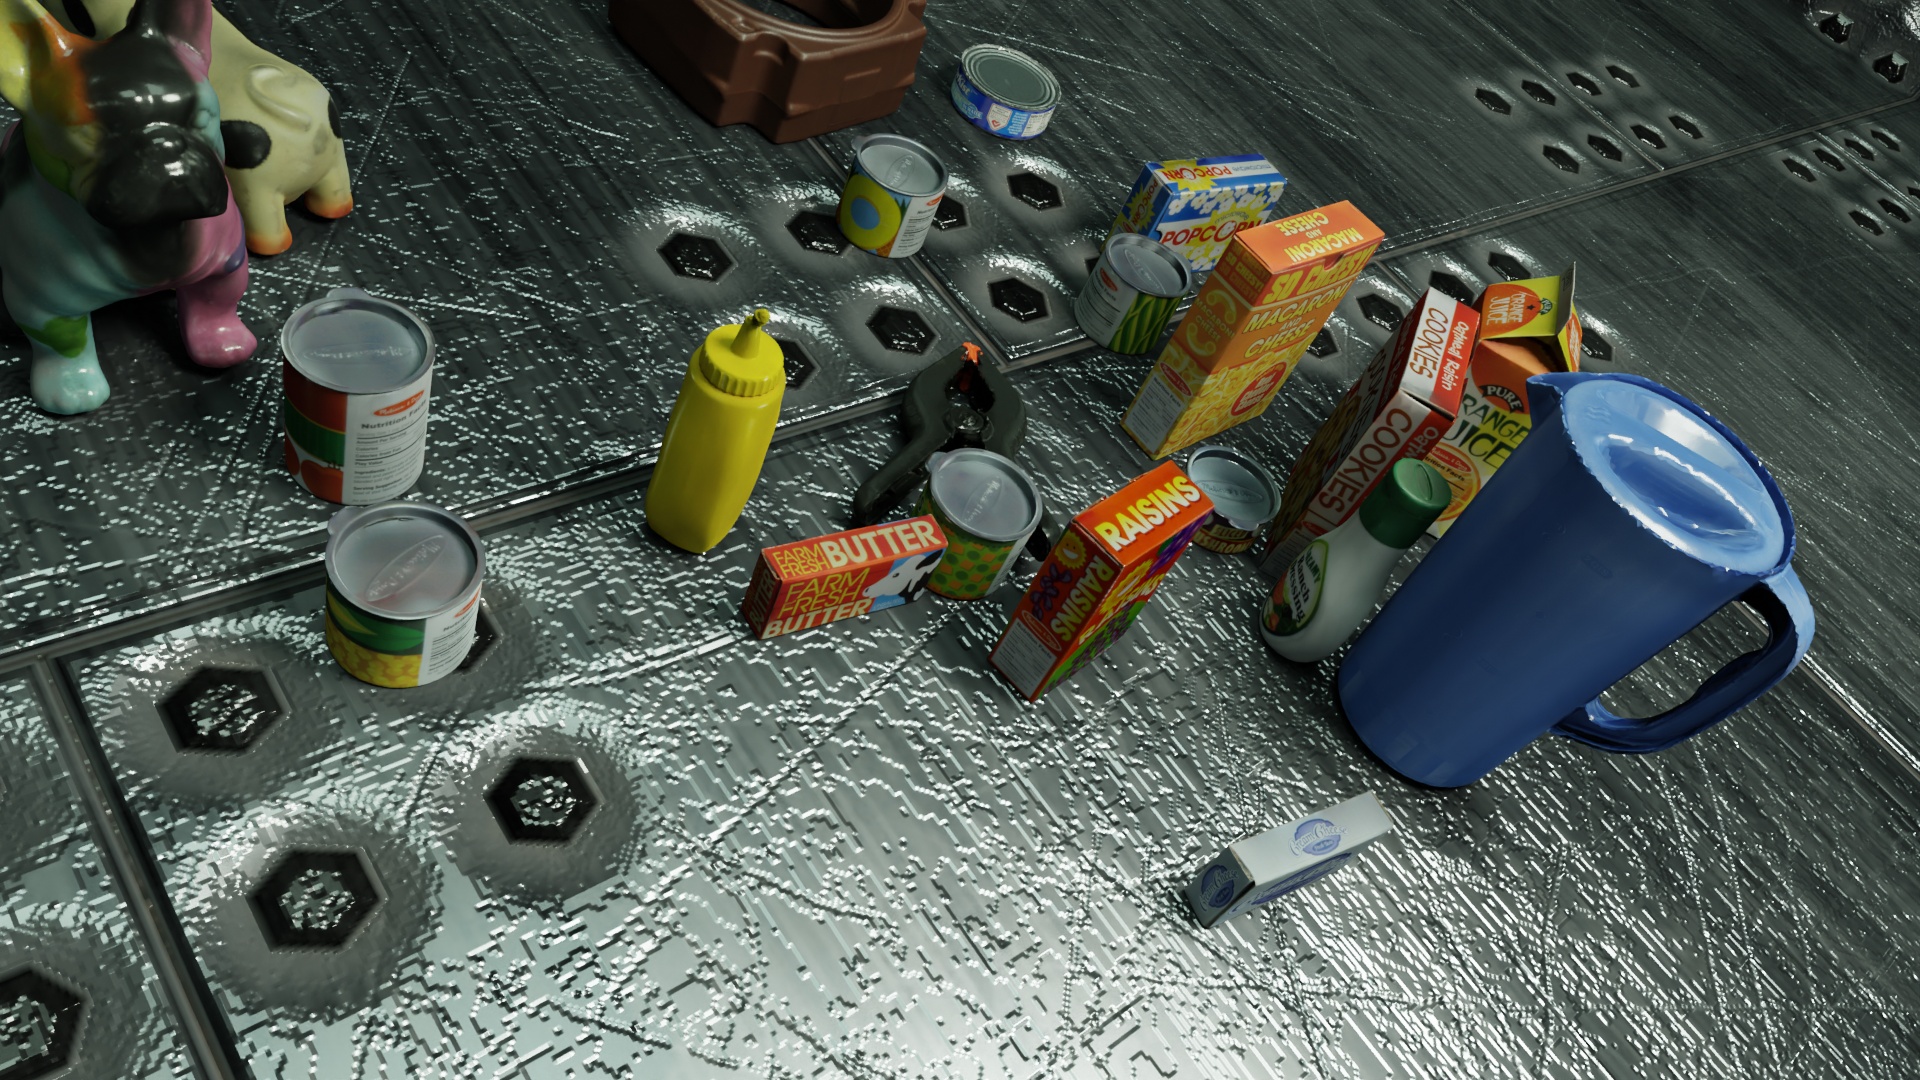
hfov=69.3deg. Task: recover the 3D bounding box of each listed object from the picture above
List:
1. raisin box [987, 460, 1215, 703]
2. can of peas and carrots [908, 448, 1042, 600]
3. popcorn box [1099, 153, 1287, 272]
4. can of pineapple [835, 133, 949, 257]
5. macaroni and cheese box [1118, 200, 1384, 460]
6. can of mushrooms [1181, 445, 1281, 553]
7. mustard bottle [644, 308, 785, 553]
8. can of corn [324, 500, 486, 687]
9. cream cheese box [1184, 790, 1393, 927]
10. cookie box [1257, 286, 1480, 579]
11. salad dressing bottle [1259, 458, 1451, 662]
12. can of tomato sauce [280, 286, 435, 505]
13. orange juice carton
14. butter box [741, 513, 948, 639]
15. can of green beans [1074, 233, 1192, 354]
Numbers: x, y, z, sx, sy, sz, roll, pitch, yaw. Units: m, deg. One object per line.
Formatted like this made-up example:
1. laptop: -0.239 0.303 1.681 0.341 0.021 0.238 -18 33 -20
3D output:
1. raisin box: 0.074 0.022 0.743 0.086 0.122 0.040 -29 68 -40
2. can of peas and carrots: 0.003 -0.010 0.783 0.071 0.058 0.071 13 47 -15
3. popcorn box: 0.177 -0.245 1.053 0.127 0.084 0.038 -15 59 -34
4. can of pineapple: -0.049 -0.239 0.960 0.071 0.057 0.071 13 47 -15
5. macaroni and cheese box: 0.189 -0.135 0.905 0.124 0.165 0.040 -24 64 -38
6. can of mushrooms: 0.169 -0.024 0.891 0.071 0.033 0.071 13 47 -14
7. mustard bottle: -0.119 -0.062 0.700 0.049 0.159 0.066 27 45 -1
8. can of corn: -0.256 0.024 0.633 0.071 0.058 0.071 13 47 -15
9. cream cheese box: 0.169 0.163 0.713 0.104 0.053 0.024 -11 57 -32
10. cookie box: 0.256 -0.061 0.871 0.040 0.166 0.123 30 45 2
11. salad dressing bottle: 0.228 0.013 0.807 0.044 0.146 0.064 16 46 -12
12. can of tomato sauce: -0.295 -0.069 0.678 0.071 0.082 0.071 13 47 -15
13. orange juice carton: 0.348 -0.097 0.928 0.073 0.191 0.072 30 45 1
14. butter box: -0.061 0.019 0.732 0.104 0.052 0.024 -12 58 -33
15. can of green beans: 0.121 -0.174 0.983 0.071 0.057 0.071 13 47 -15
